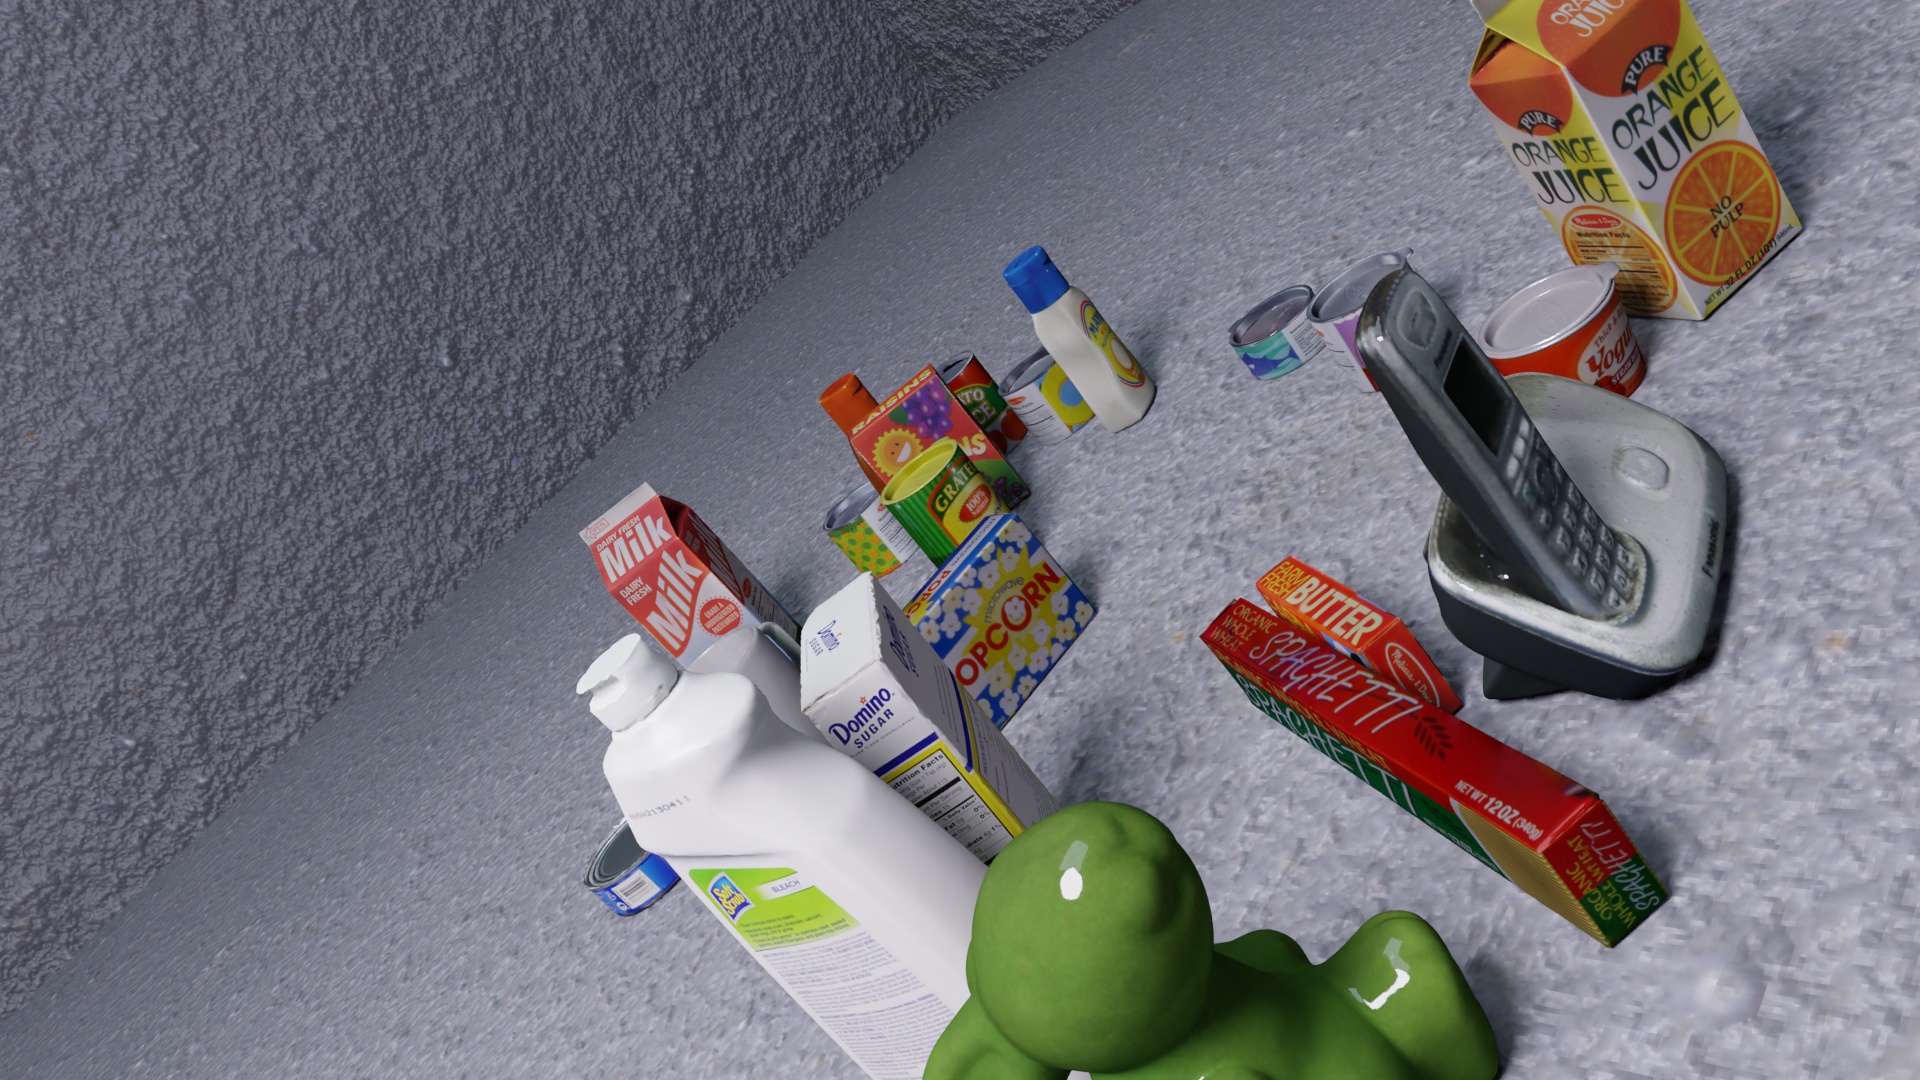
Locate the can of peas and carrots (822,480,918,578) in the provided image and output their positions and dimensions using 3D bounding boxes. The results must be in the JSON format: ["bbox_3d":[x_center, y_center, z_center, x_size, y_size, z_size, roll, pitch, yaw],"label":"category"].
[{"bbox_3d":[-0.073,-0.009,1.159,0.071,0.058,0.071,-35,20,15],"label":"can of peas and carrots"}]

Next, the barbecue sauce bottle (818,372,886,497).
[{"bbox_3d":[-0.054,-0.068,1.119,0.043,0.148,0.065,-23,25,40],"label":"barbecue sauce bottle"}]

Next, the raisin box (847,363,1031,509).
[{"bbox_3d":[-0.016,-0.061,1.074,0.086,0.123,0.040,-38,19,6],"label":"raisin box"}]

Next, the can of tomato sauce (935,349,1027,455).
[{"bbox_3d":[0.009,-0.110,1.197,0.071,0.083,0.071,-35,20,15],"label":"can of tomato sauce"}]

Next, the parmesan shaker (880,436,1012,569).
[{"bbox_3d":[0.003,-0.012,0.962,0.071,0.103,0.071,-35,20,15],"label":"parmesan shaker"}]

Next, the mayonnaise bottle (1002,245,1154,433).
[{"bbox_3d":[0.089,-0.154,1.048,0.041,0.148,0.065,-27,23,33],"label":"mayonnaise bottle"}]

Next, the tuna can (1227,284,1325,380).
[{"bbox_3d":[0.220,-0.143,0.961,0.071,0.032,0.071,-34,20,15],"label":"tuna can"}]

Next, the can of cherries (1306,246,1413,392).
[{"bbox_3d":[0.255,-0.133,0.838,0.071,0.058,0.072,-35,20,15],"label":"can of cherries"}]

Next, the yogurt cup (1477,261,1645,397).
[{"bbox_3d":[0.298,-0.094,0.682,0.072,0.054,0.073,-34,20,15],"label":"yogurt cup"}]

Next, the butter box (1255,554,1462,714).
[{"bbox_3d":[0.172,0.044,0.610,0.024,0.053,0.104,-40,19,0],"label":"butter box"}]

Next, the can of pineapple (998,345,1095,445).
[{"bbox_3d":[0.075,-0.121,1.137,0.071,0.057,0.071,-35,20,15],"label":"can of pineapple"}]

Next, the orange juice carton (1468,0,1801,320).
[{"bbox_3d":[0.319,-0.204,0.677,0.072,0.192,0.073,-42,19,-5],"label":"orange juice carton"}]

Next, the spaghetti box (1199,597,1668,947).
[{"bbox_3d":[0.168,0.078,0.548,0.029,0.050,0.250,-41,19,-4],"label":"spaghetti box"}]

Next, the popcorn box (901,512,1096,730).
[{"bbox_3d":[0.012,0.056,0.825,0.127,0.085,0.038,-48,21,-23],"label":"popcorn box"}]

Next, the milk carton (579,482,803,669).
[{"bbox_3d":[-0.208,0.043,1.092,0.072,0.190,0.074,-37,19,10],"label":"milk carton"}]
